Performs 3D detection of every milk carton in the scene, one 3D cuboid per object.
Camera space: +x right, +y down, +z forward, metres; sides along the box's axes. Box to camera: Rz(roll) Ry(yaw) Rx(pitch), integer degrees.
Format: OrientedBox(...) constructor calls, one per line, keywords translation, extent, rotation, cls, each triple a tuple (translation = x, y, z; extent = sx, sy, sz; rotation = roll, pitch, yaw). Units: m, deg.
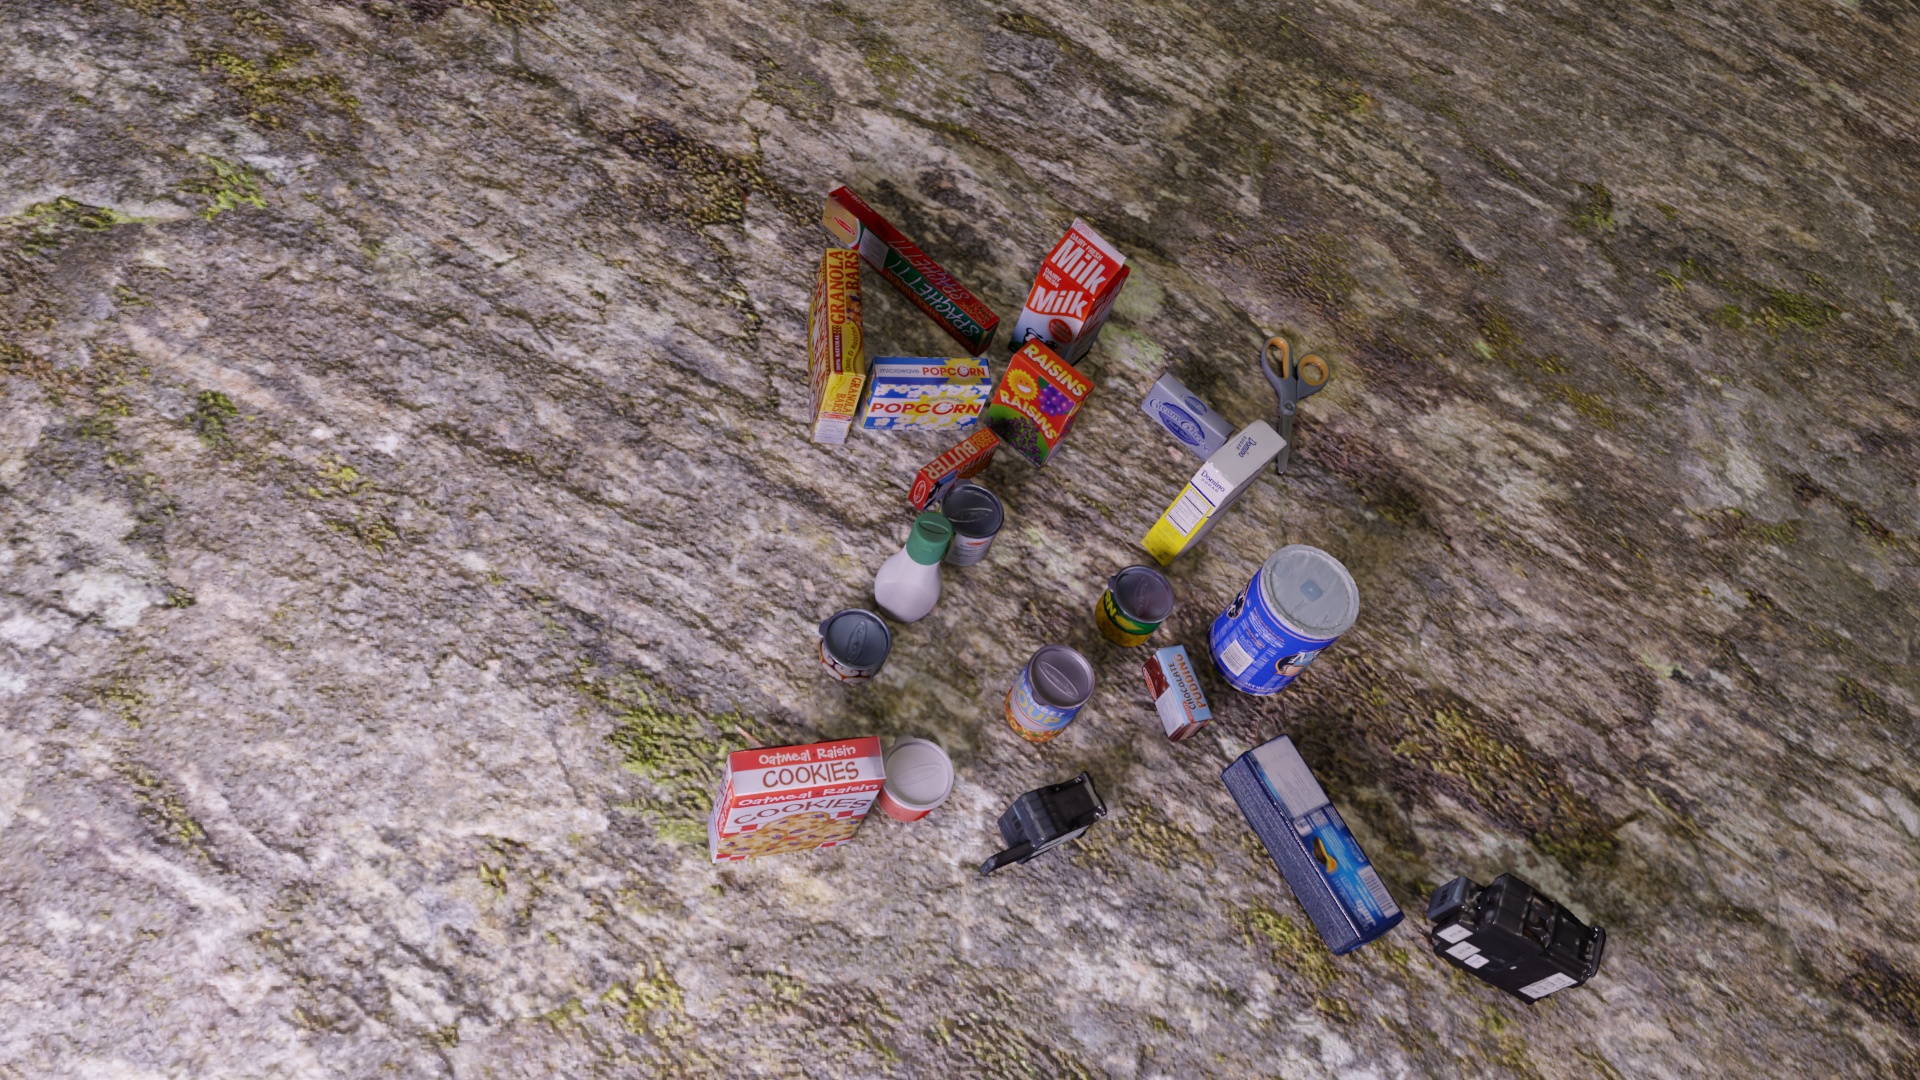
OrientedBox(translation=(0.123, -0.267, 1.523), extent=(0.072, 0.189, 0.074), rotation=(41, 57, 10), cls="milk carton")

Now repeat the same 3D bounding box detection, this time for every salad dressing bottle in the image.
OrientedBox(translation=(-0.042, 0.026, 1.317), extent=(0.064, 0.147, 0.044), rotation=(17, 56, -6), cls="salad dressing bottle")

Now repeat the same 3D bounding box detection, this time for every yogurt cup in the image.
OrientedBox(translation=(-0.044, 0.219, 1.253), extent=(0.072, 0.053, 0.073), rotation=(8, 57, -12), cls="yogurt cup")

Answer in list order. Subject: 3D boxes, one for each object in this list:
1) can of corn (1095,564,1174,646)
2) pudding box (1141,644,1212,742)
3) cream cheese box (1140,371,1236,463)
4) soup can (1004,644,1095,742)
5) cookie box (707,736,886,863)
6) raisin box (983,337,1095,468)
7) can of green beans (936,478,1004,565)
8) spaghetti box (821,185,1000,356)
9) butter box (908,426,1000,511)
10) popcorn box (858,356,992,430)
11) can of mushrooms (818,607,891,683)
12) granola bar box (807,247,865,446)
OrientedBox(translation=(0.174, 0.066, 1.411), extent=(0.071, 0.058, 0.071), rotation=(8, 57, -12), cls="can of corn")
OrientedBox(translation=(0.214, 0.151, 1.376), extent=(0.030, 0.049, 0.084), rotation=(-9, 62, -21), cls="pudding box")
OrientedBox(translation=(0.255, -0.138, 1.565), extent=(0.104, 0.053, 0.024), rotation=(42, 57, 11), cls="cream cheese box")
OrientedBox(translation=(0.081, 0.147, 1.317), extent=(0.071, 0.083, 0.071), rotation=(8, 58, -12), cls="soup can")
OrientedBox(translation=(-0.140, 0.216, 1.158), extent=(0.123, 0.166, 0.040), rotation=(-4, 61, -19), cls="cookie box")
OrientedBox(translation=(0.082, -0.145, 1.475), extent=(0.086, 0.122, 0.040), rotation=(41, 57, 10), cls="raisin box")
OrientedBox(translation=(0.005, -0.016, 1.411), extent=(0.071, 0.057, 0.071), rotation=(8, 57, -12), cls="can of green beans")
OrientedBox(translation=(-0.057, -0.306, 1.577), extent=(0.250, 0.050, 0.029), rotation=(42, 57, 11), cls="spaghetti box")
OrientedBox(translation=(-0.007, -0.075, 1.447), extent=(0.104, 0.052, 0.024), rotation=(-35, 74, -31), cls="butter box")
OrientedBox(translation=(-0.039, -0.155, 1.468), extent=(0.127, 0.084, 0.038), rotation=(-1, 60, -17), cls="popcorn box")
OrientedBox(translation=(-0.103, 0.099, 1.322), extent=(0.071, 0.033, 0.071), rotation=(8, 57, -12), cls="can of mushrooms")
OrientedBox(translation=(-0.132, -0.201, 1.445), extent=(0.039, 0.123, 0.166), rotation=(4, 58, -15), cls="granola bar box")
